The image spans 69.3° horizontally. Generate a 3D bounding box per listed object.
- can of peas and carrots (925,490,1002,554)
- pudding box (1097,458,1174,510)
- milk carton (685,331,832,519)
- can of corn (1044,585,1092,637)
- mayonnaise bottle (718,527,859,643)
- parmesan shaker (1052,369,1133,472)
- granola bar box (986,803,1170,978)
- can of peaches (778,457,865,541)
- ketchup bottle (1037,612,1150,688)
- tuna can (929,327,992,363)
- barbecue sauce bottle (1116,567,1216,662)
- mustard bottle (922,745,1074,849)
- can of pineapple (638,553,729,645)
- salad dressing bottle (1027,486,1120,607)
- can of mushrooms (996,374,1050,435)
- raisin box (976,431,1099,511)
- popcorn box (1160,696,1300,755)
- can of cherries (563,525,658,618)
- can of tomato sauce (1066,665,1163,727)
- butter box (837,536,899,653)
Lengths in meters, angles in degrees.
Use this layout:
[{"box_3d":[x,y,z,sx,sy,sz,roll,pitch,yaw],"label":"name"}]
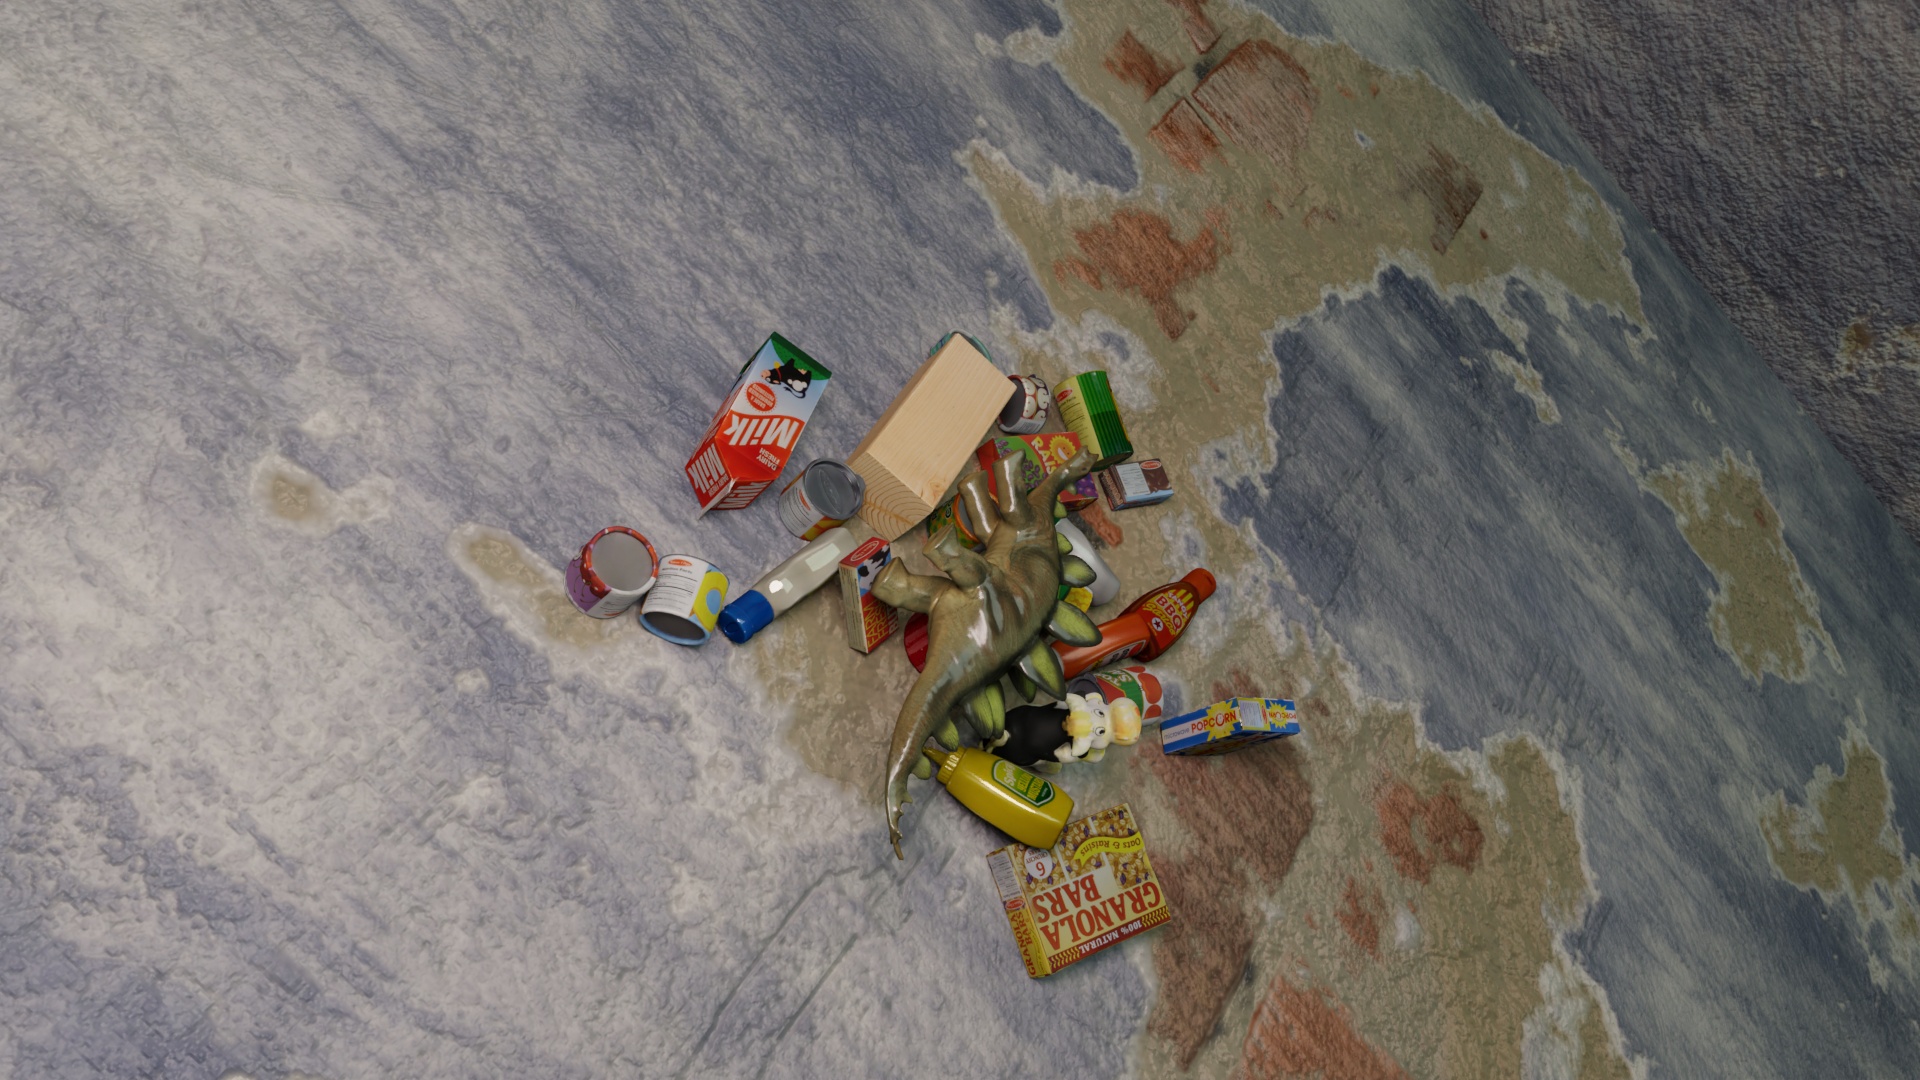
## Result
[{"box_3d":[0.005,-0.018,1.450,0.071,0.058,0.071,16,58,-29],"label":"can of peas and carrots"},{"box_3d":[0.207,-0.066,1.637,0.084,0.030,0.050,-10,72,-38],"label":"pudding box"},{"box_3d":[-0.201,-0.103,1.339,0.073,0.072,0.191,35,52,-17],"label":"milk carton"},{"box_3d":[0.096,0.063,1.470,0.058,0.071,0.071,39,51,-14],"label":"can of corn"},{"box_3d":[-0.162,0.042,1.302,0.149,0.064,0.041,-39,98,-37],"label":"mayonnaise bottle"},{"box_3d":[0.153,-0.137,1.612,0.071,0.071,0.103,-10,77,-38],"label":"parmesan shaker"},{"box_3d":[0.119,0.340,1.360,0.166,0.039,0.124,-10,74,-38],"label":"granola bar box"},{"box_3d":[-0.136,-0.040,1.362,0.071,0.057,0.071,17,58,-28],"label":"can of peaches"},{"box_3d":[0.127,0.119,1.468,0.149,0.064,0.043,-17,70,-31],"label":"ketchup bottle"},{"box_3d":[0.002,-0.201,1.547,0.071,0.032,0.071,30,36,-26],"label":"tuna can"},{"box_3d":[0.237,0.078,1.576,0.149,0.043,0.065,-33,88,-41],"label":"barbecue sauce bottle"},{"box_3d":[0.029,0.235,1.328,0.160,0.048,0.065,28,25,5],"label":"mustard bottle"},{"box_3d":[-0.244,0.054,1.232,0.071,0.070,0.058,28,57,-21],"label":"can of pineapple"},{"box_3d":[0.115,0.006,1.500,0.044,0.064,0.147,-40,112,-2],"label":"salad dressing bottle"},{"box_3d":[0.068,-0.154,1.560,0.033,0.070,0.071,6,64,-32],"label":"can of mushrooms"},{"box_3d":[0.087,-0.073,1.550,0.124,0.040,0.086,-7,72,-36],"label":"raisin box"},{"box_3d":[0.288,0.201,1.494,0.085,0.126,0.038,8,68,-32],"label":"popcorn box"},{"box_3d":[-0.305,0.026,1.209,0.071,0.058,0.072,16,59,-29],"label":"can of cherries"},{"box_3d":[0.162,0.168,1.461,0.083,0.071,0.071,-5,71,-38],"label":"can of tomato sauce"},{"box_3d":[-0.087,0.053,1.332,0.053,0.024,0.103,-39,135,-41],"label":"butter box"}]
